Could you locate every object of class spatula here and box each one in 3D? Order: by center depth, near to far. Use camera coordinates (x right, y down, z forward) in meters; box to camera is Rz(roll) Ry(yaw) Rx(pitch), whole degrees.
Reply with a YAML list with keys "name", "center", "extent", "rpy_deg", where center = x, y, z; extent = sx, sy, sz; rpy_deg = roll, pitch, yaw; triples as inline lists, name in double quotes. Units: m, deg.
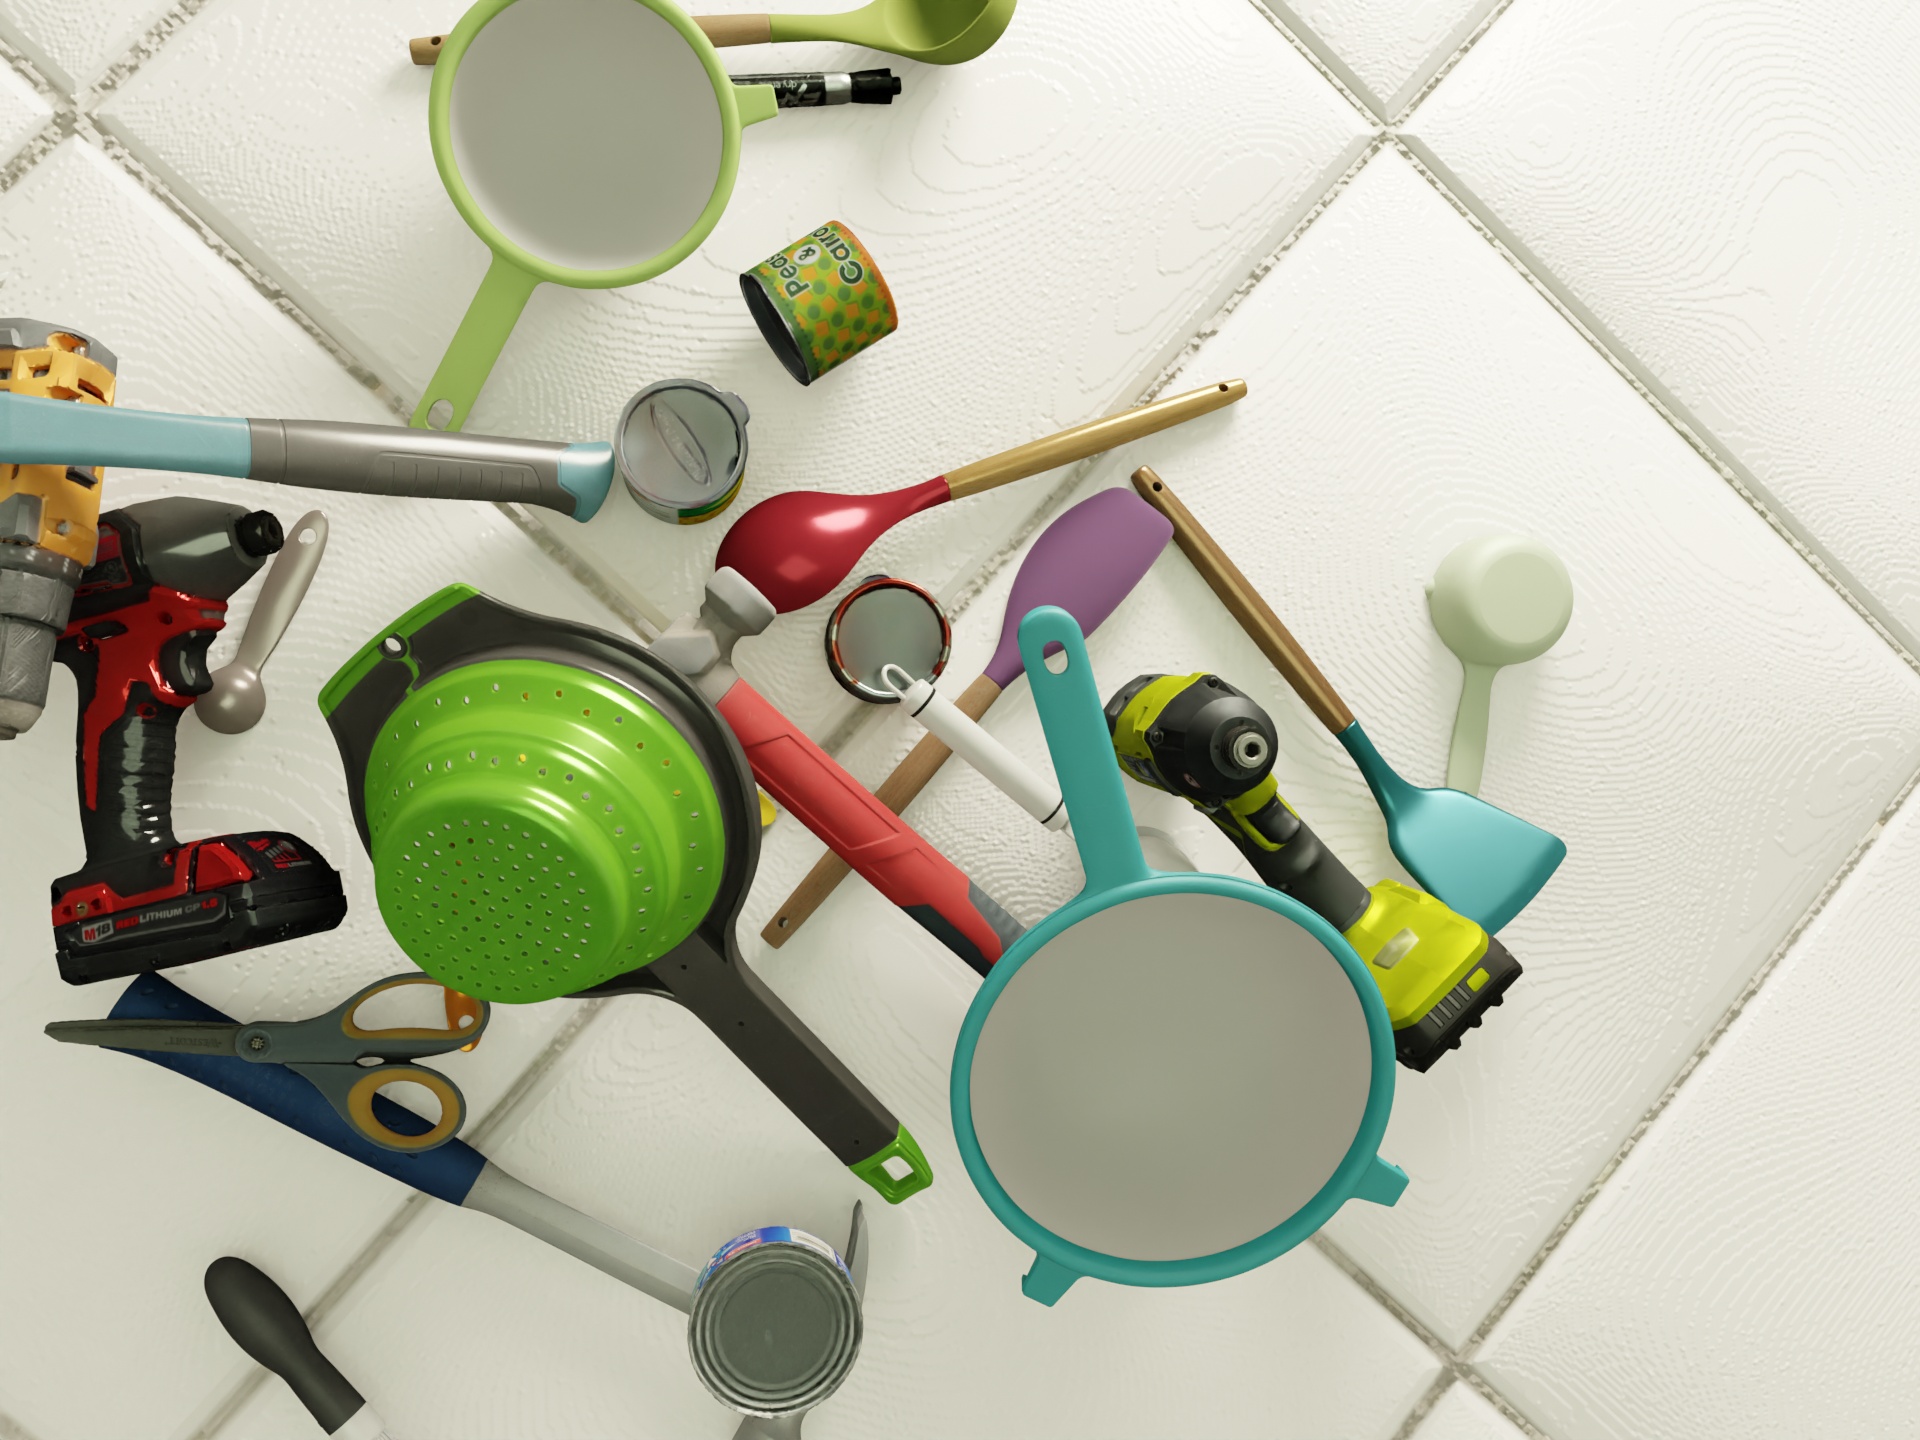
- name: "spatula"
  center: [-0.001, -0.003, 0.860]
  extent: [0.060, 0.018, 0.316]
  rpy_deg: [38, 83, 13]
- name: "spatula"
  center: [0.203, -0.020, 0.880]
  extent: [0.082, 0.044, 0.317]
  rpy_deg: [-41, 92, -18]

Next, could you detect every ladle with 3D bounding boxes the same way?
- name: "ladle"
  center: [-0.128, -0.372, 0.835]
  extent: [0.320, 0.062, 0.078]
  rpy_deg: [-7, 66, -6]
- name: "ladle"
  center: [0.016, -0.132, 0.862]
  extent: [0.315, 0.031, 0.069]
  rpy_deg: [-21, 68, -12]

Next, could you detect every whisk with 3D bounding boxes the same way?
- name: "whisk"
  center: [-0.277, 0.376, 0.786]
  extent: [0.070, 0.070, 0.284]
  rpy_deg: [-41, 90, -8]

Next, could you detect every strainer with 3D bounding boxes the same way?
- name: "strainer"
  center: [0.080, 0.102, 0.768]
  extent: [0.211, 0.095, 0.340]
  rpy_deg: [-17, 103, 0]
- name: "strainer"
  center: [-0.215, -0.254, 0.820]
  extent: [0.151, 0.069, 0.256]
  rpy_deg: [28, 101, -16]
- name: "strainer"
  center: [0.057, 0.055, 0.840]
  extent: [0.258, 0.050, 0.087]
  rpy_deg: [40, 56, -11]

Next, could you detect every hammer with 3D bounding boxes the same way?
- name: "hammer"
  center: [-0.314, -0.122, 0.730]
  extent: [0.330, 0.033, 0.128]
  rpy_deg: [-1, 82, -38]
- name: "hammer"
  center: [-0.233, 0.234, 0.806]
  extent: [0.405, 0.035, 0.144]
  rpy_deg: [30, 84, -7]
- name: "hammer"
  center: [-0.024, 0.101, 0.829]
  extent: [0.386, 0.038, 0.143]
  rpy_deg: [42, 86, -10]

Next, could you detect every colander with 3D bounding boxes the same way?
- name: "colander"
  center: [-0.150, 0.121, 0.758]
  extent: [0.204, 0.095, 0.396]
  rpy_deg: [-34, 108, 19]

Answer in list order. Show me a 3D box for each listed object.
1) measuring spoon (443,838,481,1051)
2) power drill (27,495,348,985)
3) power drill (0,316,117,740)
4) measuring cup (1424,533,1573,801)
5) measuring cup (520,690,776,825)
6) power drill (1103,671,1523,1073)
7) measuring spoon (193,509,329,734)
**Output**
- name: "measuring spoon"
  center: [-0.256, 0.113, 0.821]
  extent: [0.021, 0.011, 0.117]
  rpy_deg: [-2, 92, -11]
- name: "power drill"
  center: [-0.373, 0.004, 0.756]
  extent: [0.143, 0.078, 0.220]
  rpy_deg: [-14, 86, 9]
- name: "power drill"
  center: [-0.497, -0.082, 0.714]
  extent: [0.226, 0.084, 0.185]
  rpy_deg: [-1, 79, 7]
- name: "measuring cup"
  center: [0.302, -0.025, 0.900]
  extent: [0.083, 0.038, 0.167]
  rpy_deg: [11, 87, -9]
- name: "measuring cup"
  center: [-0.168, 0.018, 0.835]
  extent: [0.156, 0.029, 0.062]
  rpy_deg: [28, 84, -19]
- name: "power drill"
  center: [0.173, 0.069, 0.812]
  extent: [0.080, 0.171, 0.223]
  rpy_deg: [-44, 99, -4]
- name: "measuring spoon"
  center: [-0.352, -0.051, 0.804]
  extent: [0.034, 0.018, 0.124]
  rpy_deg: [25, 87, -8]
